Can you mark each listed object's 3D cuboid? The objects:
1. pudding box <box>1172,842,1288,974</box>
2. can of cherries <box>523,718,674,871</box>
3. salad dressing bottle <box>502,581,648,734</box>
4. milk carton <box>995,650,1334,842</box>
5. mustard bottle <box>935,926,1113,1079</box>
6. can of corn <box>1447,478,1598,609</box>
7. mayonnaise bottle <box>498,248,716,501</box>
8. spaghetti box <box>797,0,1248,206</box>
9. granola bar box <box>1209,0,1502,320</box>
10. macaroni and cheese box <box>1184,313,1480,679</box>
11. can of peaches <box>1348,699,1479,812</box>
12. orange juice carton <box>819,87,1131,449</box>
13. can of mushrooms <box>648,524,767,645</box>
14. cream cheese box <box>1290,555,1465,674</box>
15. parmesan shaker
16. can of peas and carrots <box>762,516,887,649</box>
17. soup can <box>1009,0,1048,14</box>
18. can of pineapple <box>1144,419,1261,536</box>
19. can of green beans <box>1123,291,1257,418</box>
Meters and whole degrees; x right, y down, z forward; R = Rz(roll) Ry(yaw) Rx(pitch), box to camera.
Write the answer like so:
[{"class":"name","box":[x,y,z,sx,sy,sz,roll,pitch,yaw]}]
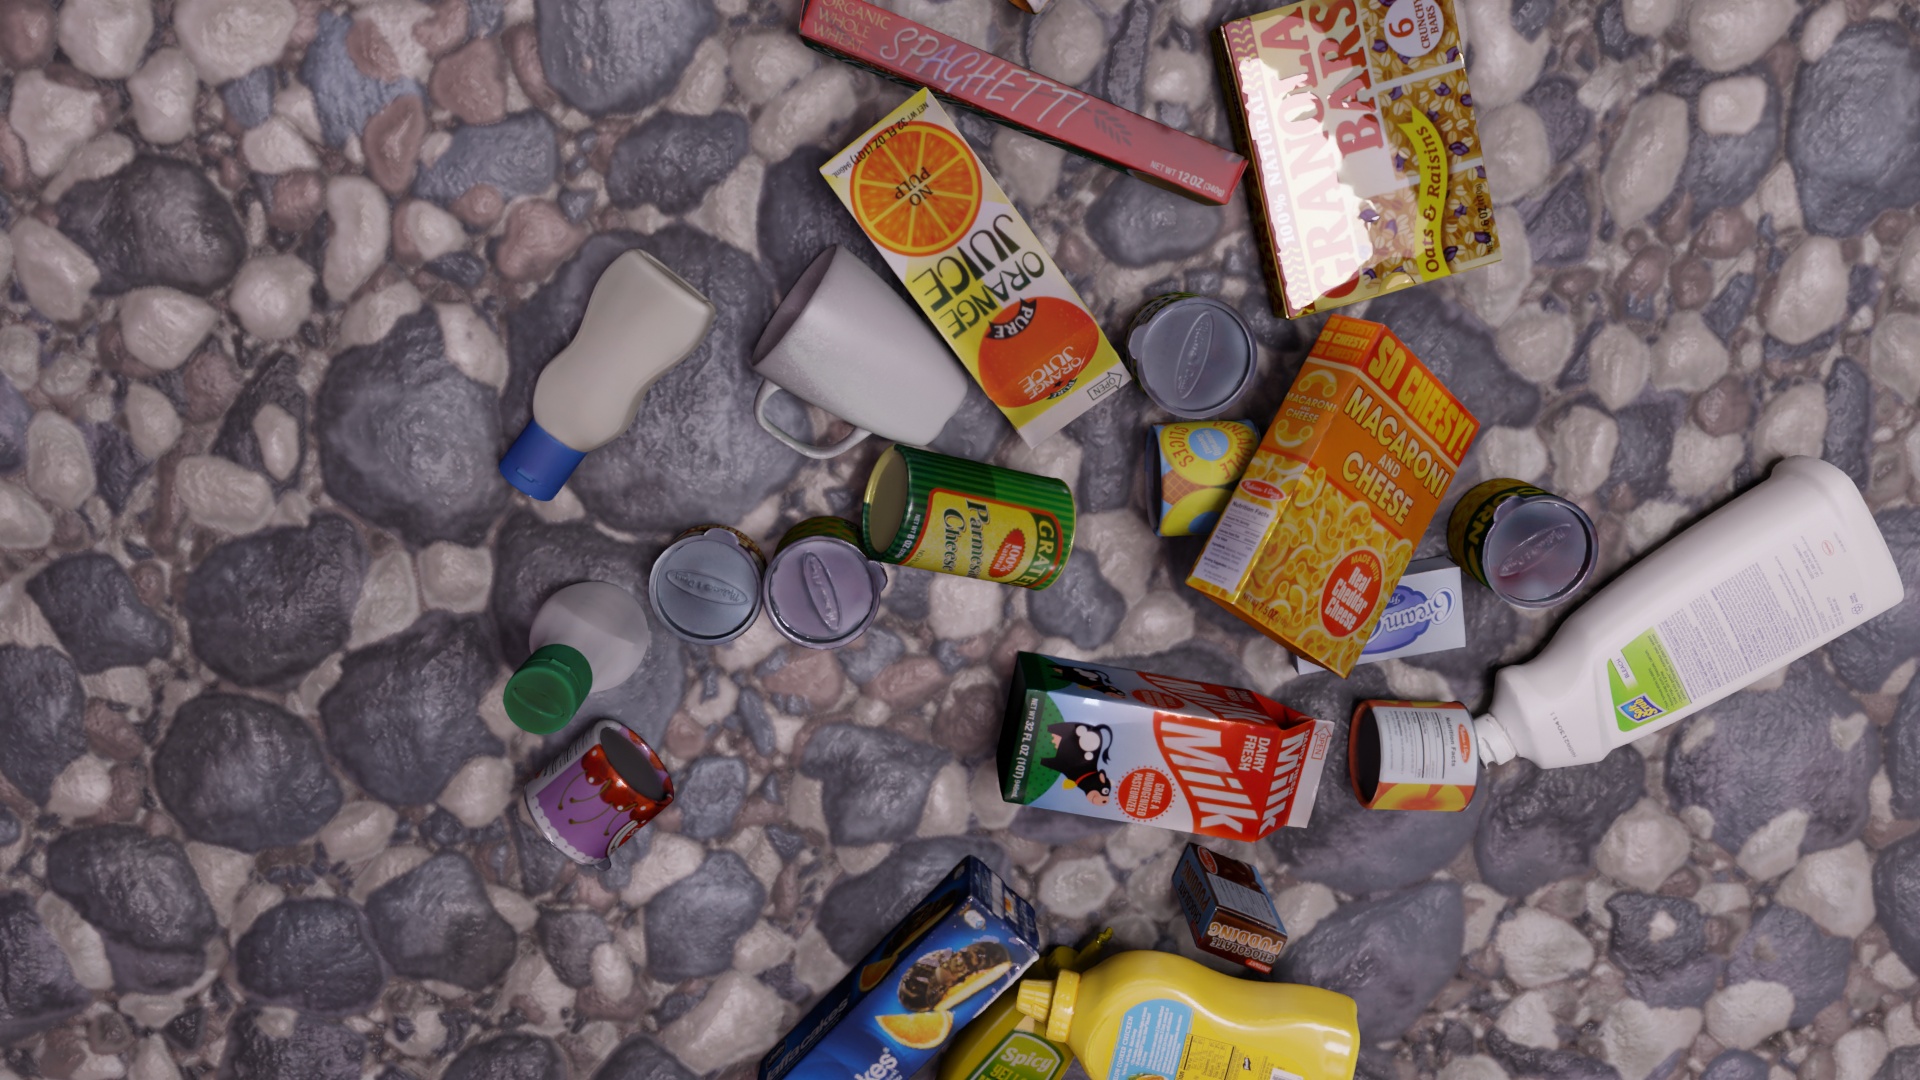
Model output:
[{"class":"pudding box","box":[0.162,0.221,0.841,0.050,0.084,0.030,22,103,-8]},{"class":"can of cherries","box":[-0.211,0.150,0.822,0.058,0.071,0.071,-41,101,6]},{"class":"salad dressing bottle","box":[-0.211,0.063,0.761,0.064,0.148,0.044,30,101,-8]},{"class":"milk carton","box":[0.122,0.124,0.823,0.191,0.073,0.072,11,102,-4]},{"class":"mustard bottle","box":[0.046,0.305,0.873,0.065,0.049,0.160,33,100,-10]},{"class":"can of corn","box":[0.324,-0.001,0.809,0.071,0.058,0.071,0,103,-1]},{"class":"mayonnaise bottle","box":[-0.204,-0.090,0.783,0.065,0.041,0.148,38,100,-8]},{"class":"spaghetti box","box":[0.032,-0.239,0.752,0.250,0.050,0.028,20,100,-6]},{"class":"granola bar box","box":[0.219,-0.218,0.768,0.124,0.039,0.165,-16,102,2]},{"class":"macaroni and cheese box","box":[0.208,-0.022,0.766,0.123,0.040,0.166,31,86,-40]},{"class":"can of peaches","box":[0.270,0.130,0.834,0.058,0.071,0.071,2,103,-2]},{"class":"orange juice carton","box":[0.011,-0.145,0.760,0.072,0.073,0.192,-37,101,6]},{"class":"can of mushrooms","box":[-0.145,0.023,0.813,0.071,0.033,0.071,0,103,-1]},{"class":"cream cheese box","box":[0.248,0.045,0.835,0.104,0.024,0.053,-10,104,1]},{"class":"parmesan shaker","box":[0.003,-0.010,0.778,0.103,0.071,0.071,10,103,-25]},{"class":"can of peas and carrots","box":[-0.076,0.022,0.802,0.071,0.059,0.070,-1,103,-2]},{"class":"soup can","box":[0.040,-0.331,0.726,0.071,0.071,0.083,38,100,-9]},{"class":"can of pineapple","box":[0.138,-0.037,0.790,0.058,0.071,0.070,-2,103,-1]},{"class":"can of green beans","box":[0.127,-0.105,0.780,0.071,0.058,0.071,0,103,-2]}]
